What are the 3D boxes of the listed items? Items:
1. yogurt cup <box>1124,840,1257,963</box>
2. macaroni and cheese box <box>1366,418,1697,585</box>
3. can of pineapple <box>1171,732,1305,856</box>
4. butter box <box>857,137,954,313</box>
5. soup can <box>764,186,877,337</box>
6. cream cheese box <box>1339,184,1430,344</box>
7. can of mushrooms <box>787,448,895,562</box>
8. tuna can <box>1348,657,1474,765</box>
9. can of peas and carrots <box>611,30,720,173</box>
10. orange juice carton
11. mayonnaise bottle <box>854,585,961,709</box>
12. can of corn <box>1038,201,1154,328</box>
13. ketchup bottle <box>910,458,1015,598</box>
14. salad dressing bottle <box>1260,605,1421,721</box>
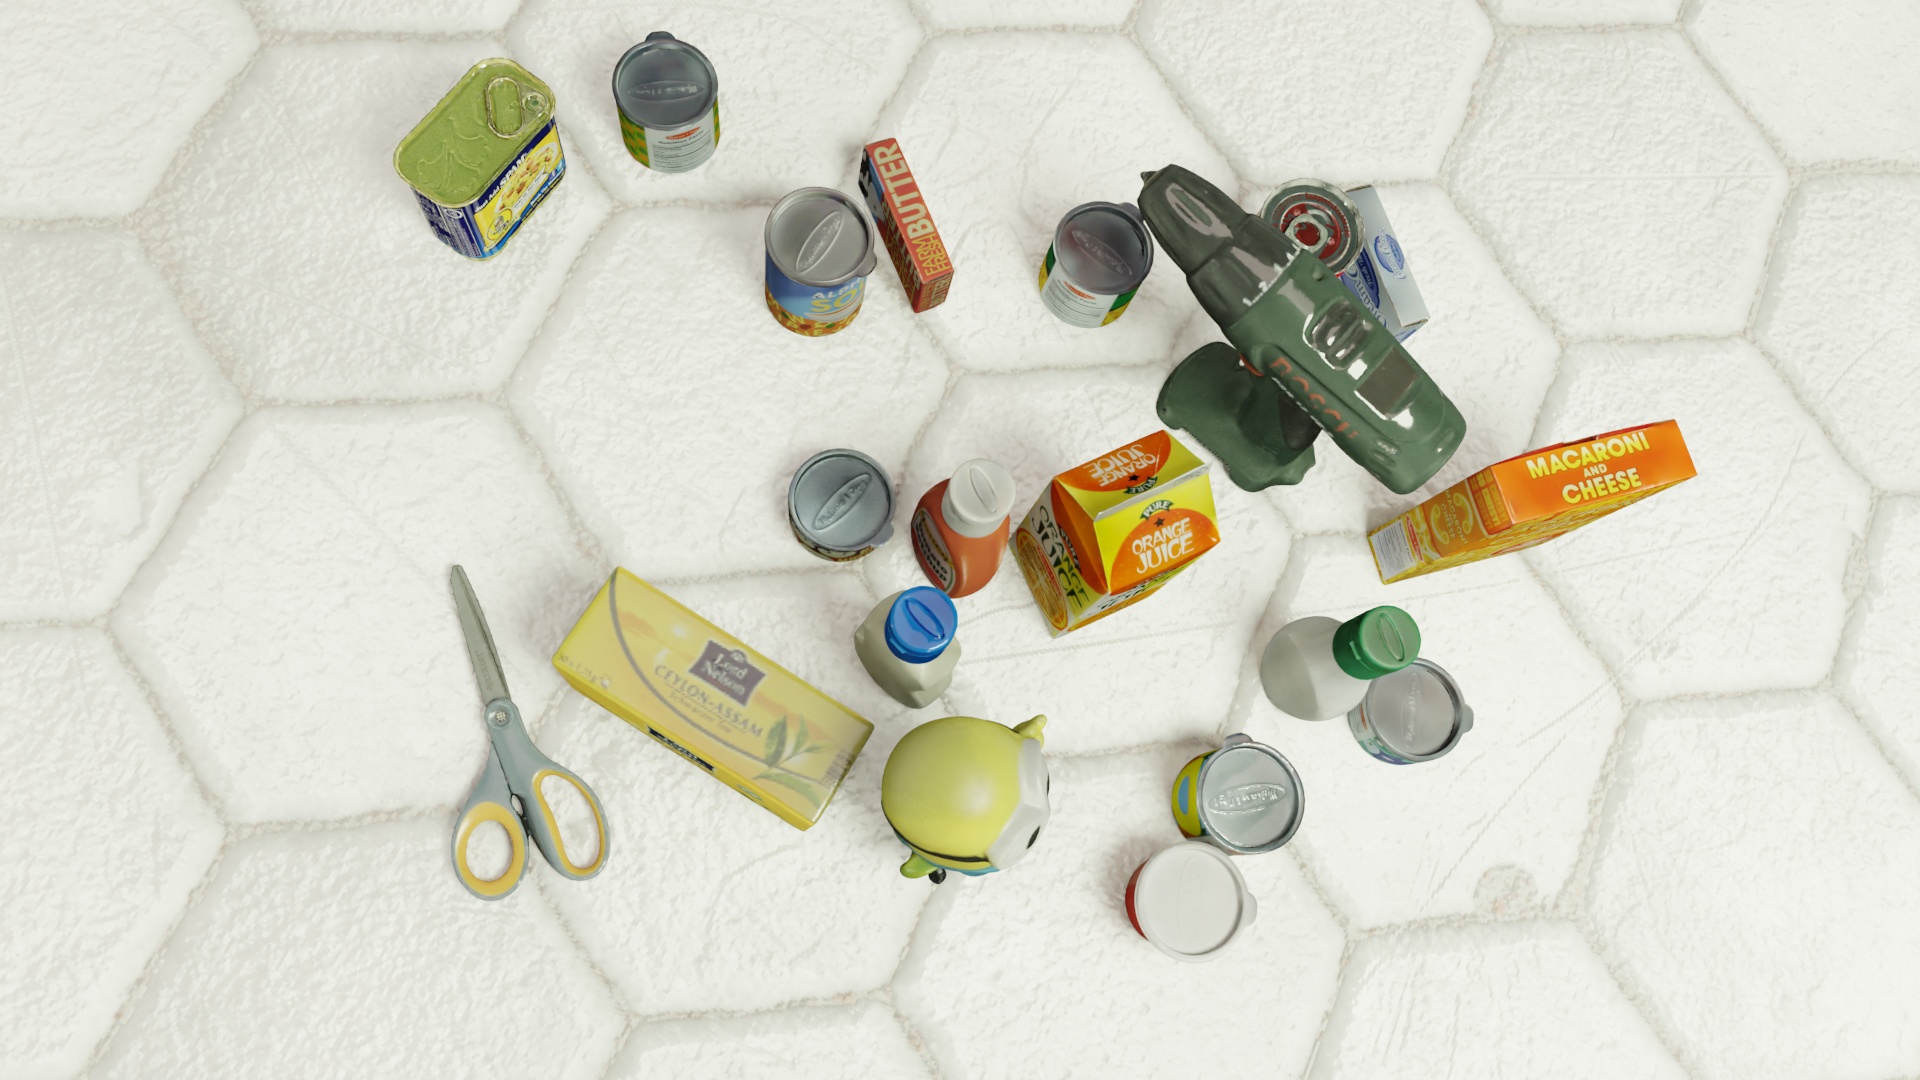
[{"bbox_3d":[0.130,0.213,0.821,0.072,0.053,0.072,2,75,-8],"label":"yogurt cup"},{"bbox_3d":[0.343,-0.021,0.855,0.124,0.166,0.040,-14,78,-11],"label":"macaroni and cheese box"},{"bbox_3d":[0.167,0.155,0.840,0.071,0.057,0.071,2,75,-8],"label":"can of pineapple"},{"bbox_3d":[-0.036,-0.205,0.909,0.024,0.053,0.103,-21,79,-13],"label":"butter box"},{"bbox_3d":[-0.088,-0.172,0.876,0.071,0.083,0.071,2,75,-8],"label":"soup can"},{"bbox_3d":[0.281,-0.184,0.948,0.024,0.053,0.104,-17,78,-12],"label":"cream cheese box"},{"bbox_3d":[-0.073,-0.020,0.865,0.071,0.033,0.071,2,75,-8],"label":"can of mushrooms"},{"bbox_3d":[0.285,0.109,0.882,0.071,0.032,0.071,2,75,-8],"label":"tuna can"},{"bbox_3d":[-0.191,-0.284,0.904,0.071,0.058,0.071,2,75,-8],"label":"can of peas and carrots"},{"bbox_3d":[0.088,-0.004,0.801,0.072,0.192,0.073,-23,80,-13],"label":"orange juice carton"},{"bbox_3d":[-0.028,0.058,0.791,0.041,0.147,0.065,-42,85,-15],"label":"mayonnaise bottle"},{"bbox_3d":[0.090,-0.183,0.918,0.071,0.058,0.071,2,75,-8],"label":"can of corn"},{"bbox_3d":[0.003,-0.010,0.813,0.043,0.148,0.065,-26,81,-13],"label":"ketchup bottle"},{"bbox_3d":[0.224,0.071,0.824,0.044,0.147,0.064,-17,79,-12],"label":"salad dressing bottle"}]
